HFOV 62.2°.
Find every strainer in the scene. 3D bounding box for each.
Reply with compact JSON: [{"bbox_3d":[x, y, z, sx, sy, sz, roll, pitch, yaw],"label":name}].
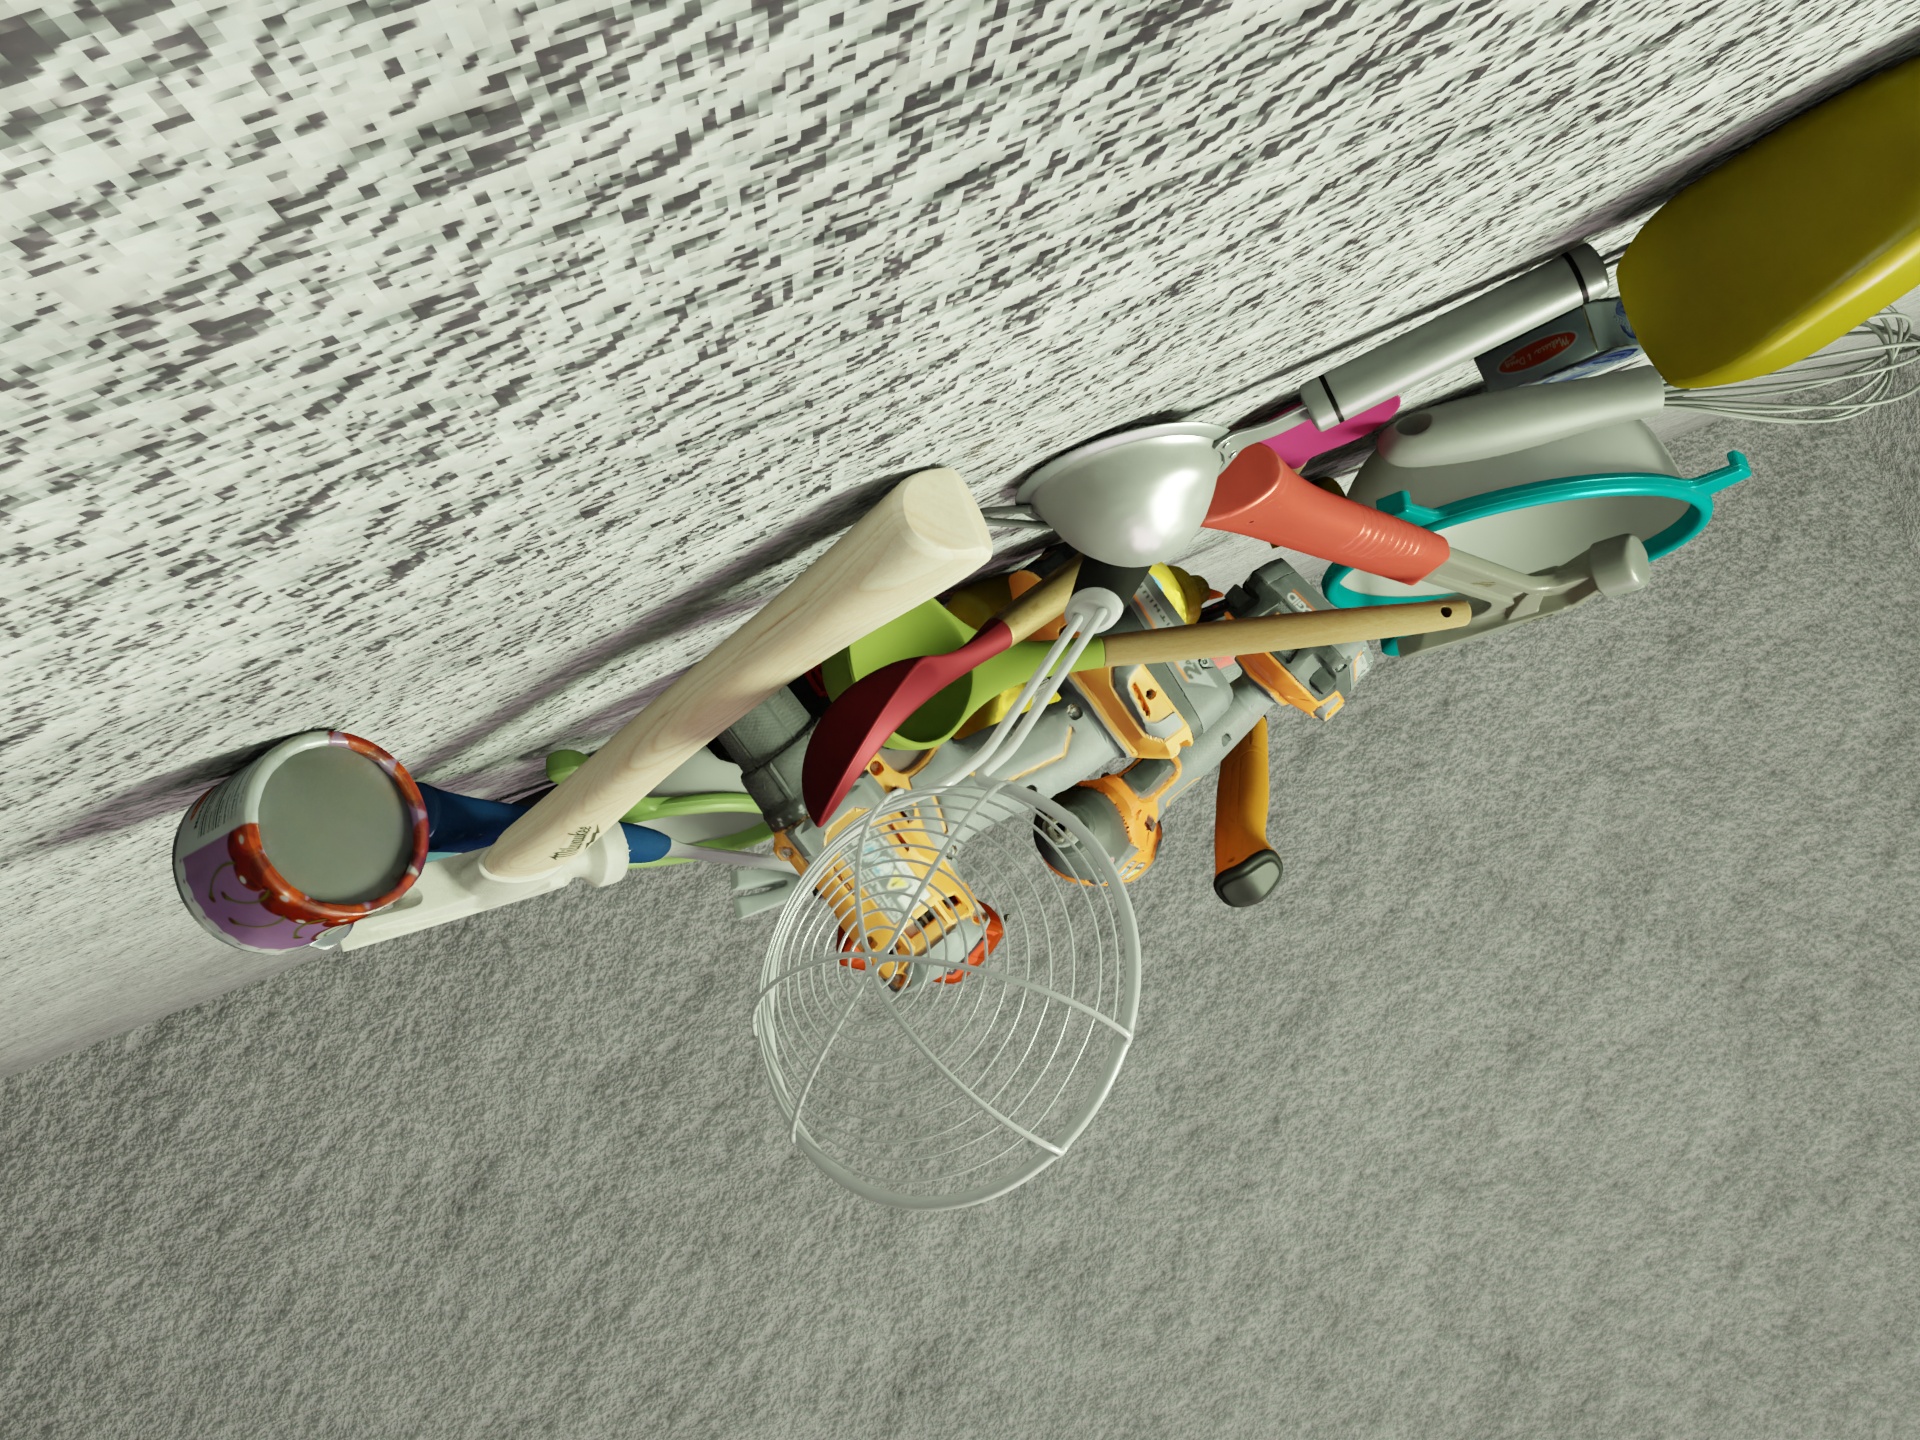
[{"bbox_3d":[0.123,-0.110,0.575,0.258,0.050,0.086,-25,164,16],"label":"strainer"},{"bbox_3d":[-0.198,0.033,0.978,0.151,0.069,0.256,-12,163,6],"label":"strainer"},{"bbox_3d":[0.305,-0.120,0.967,0.211,0.095,0.340,-7,169,-2],"label":"strainer"}]

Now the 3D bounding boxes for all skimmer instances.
[{"bbox_3d":[0.038,0.013,0.577,0.127,0.090,0.363,-7,-154,27],"label":"skimmer"}]

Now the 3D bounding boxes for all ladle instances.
[{"bbox_3d":[0.094,-0.038,0.738,0.320,0.078,0.062,-6,170,-11],"label":"ladle"},{"bbox_3d":[0.032,-0.047,0.676,0.315,0.031,0.069,-37,165,-43],"label":"ladle"}]

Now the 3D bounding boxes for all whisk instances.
[{"bbox_3d":[0.300,-0.140,0.691,0.239,0.055,0.055,-11,179,2],"label":"whisk"}]

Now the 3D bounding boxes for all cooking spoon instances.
[{"bbox_3d":[0.160,-0.128,0.784,0.069,0.017,0.319,-15,179,5],"label":"cooking spoon"}]

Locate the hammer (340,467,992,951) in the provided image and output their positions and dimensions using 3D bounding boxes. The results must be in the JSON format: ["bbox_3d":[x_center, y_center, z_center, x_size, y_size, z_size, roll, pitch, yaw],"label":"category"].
[{"bbox_3d":[-0.128,0.010,0.636,0.146,0.038,0.410,-14,168,-40],"label":"hammer"}]

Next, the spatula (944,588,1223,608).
[{"bbox_3d":[0.039,-0.062,0.960,0.081,0.041,0.322,-4,-170,44],"label":"spatula"}]

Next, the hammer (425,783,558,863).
[{"bbox_3d":[-0.301,0.067,1.066,0.331,0.033,0.128,-21,178,-26],"label":"hammer"}]

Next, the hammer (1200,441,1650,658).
[{"bbox_3d":[0.205,-0.081,0.782,0.149,0.037,0.358,-18,164,39],"label":"hammer"}]

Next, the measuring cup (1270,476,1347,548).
[{"bbox_3d":[0.251,-0.157,1.055,0.156,0.029,0.062,-35,-172,-41],"label":"measuring cup"}]

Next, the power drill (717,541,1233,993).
[{"bbox_3d":[-0.001,-0.003,0.791,0.226,0.185,0.084,-39,-171,-9],"label":"power drill"}]

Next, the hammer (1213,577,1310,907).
[{"bbox_3d":[0.190,0.013,1.104,0.127,0.034,0.337,-24,-154,24],"label":"hammer"}]

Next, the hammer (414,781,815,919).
[{"bbox_3d":[-0.181,0.079,0.954,0.144,0.035,0.405,-18,163,25],"label":"hammer"}]

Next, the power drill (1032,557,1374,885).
[{"bbox_3d":[0.136,0.012,0.949,0.226,0.084,0.164,-45,164,9],"label":"power drill"}]

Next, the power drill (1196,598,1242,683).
[{"bbox_3d":[0.094,-0.039,1.136,0.188,0.080,0.227,-20,-162,-19],"label":"power drill"}]

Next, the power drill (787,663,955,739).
[{"bbox_3d":[-0.027,0.015,0.930,0.078,0.143,0.219,-31,175,32],"label":"power drill"}]
